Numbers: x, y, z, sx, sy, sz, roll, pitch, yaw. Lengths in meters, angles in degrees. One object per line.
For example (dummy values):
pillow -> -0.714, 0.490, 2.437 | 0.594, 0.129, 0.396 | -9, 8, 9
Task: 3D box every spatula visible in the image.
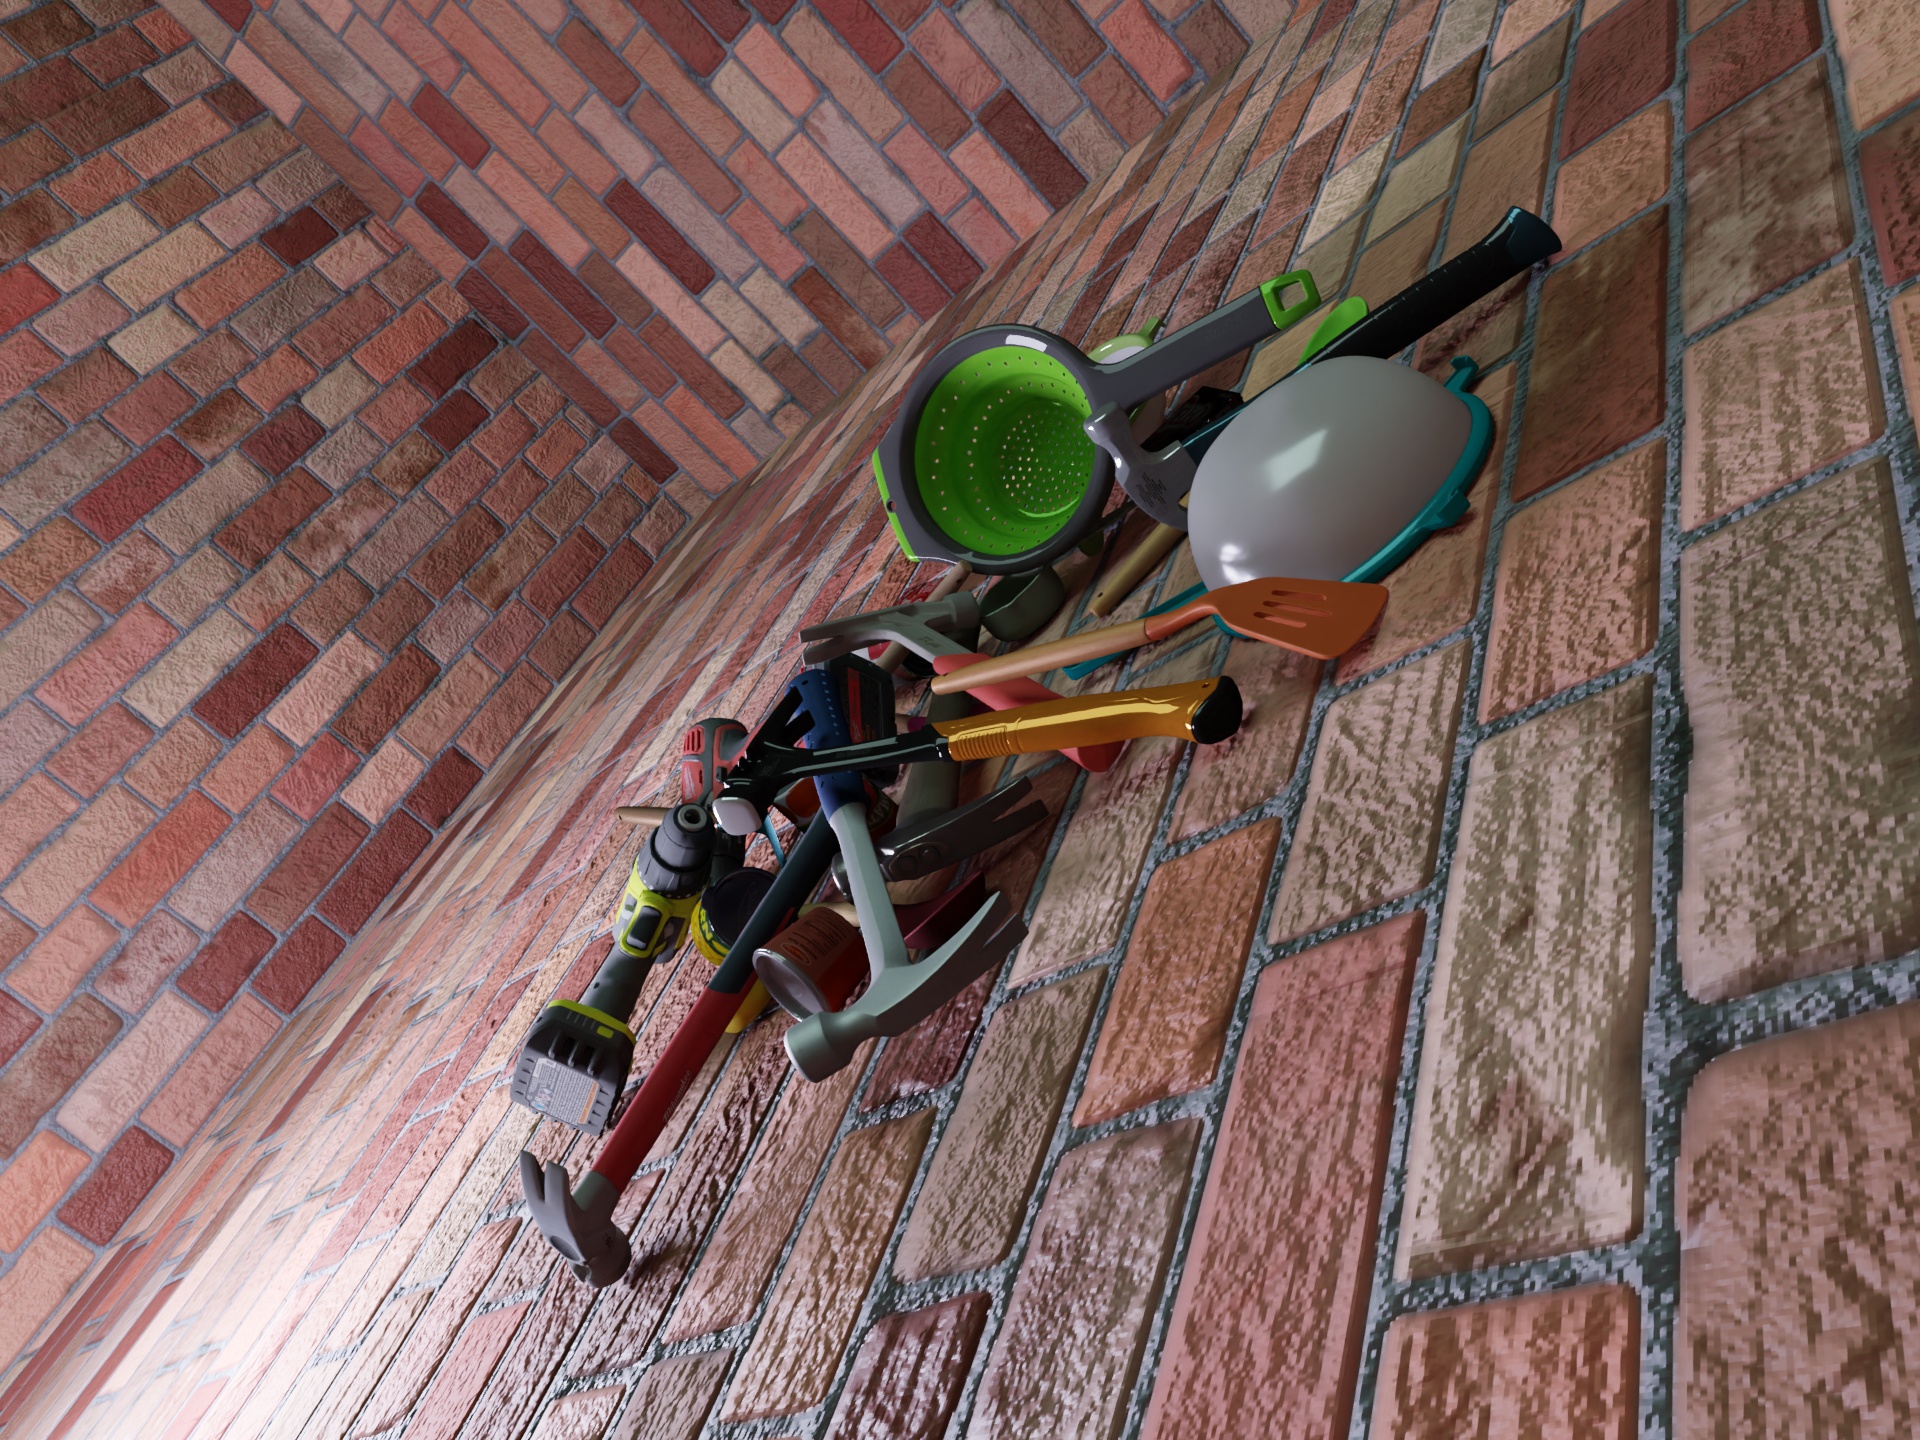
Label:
spatula -> 0.102, -0.043, 0.974 | 0.322, 0.041, 0.081 | -13, 23, 43
spatula -> -0.217, 0.087, 1.311 | 0.044, 0.082, 0.317 | -30, 18, -35

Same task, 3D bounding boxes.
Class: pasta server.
pasta server -> -0.085, -0.031, 1.387 | 0.316, 0.060, 0.040 | -49, 49, 32

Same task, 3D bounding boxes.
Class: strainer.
strainer -> 0.171, -0.131, 1.029 | 0.340, 0.095, 0.211 | -31, 23, 36
strainer -> 0.136, -0.232, 1.418 | 0.151, 0.069, 0.257 | -30, 40, 38

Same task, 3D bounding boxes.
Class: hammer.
hammer -> 0.011, 0.007, 0.983 | 0.337, 0.034, 0.127 | -8, 32, 26
hammer -> -0.065, 0.064, 1.026 | 0.144, 0.035, 0.406 | -31, 29, 4
hammer -> 0.006, -0.030, 1.139 | 0.149, 0.036, 0.359 | -15, 21, -19
hammer -> 0.256, -0.245, 1.092 | 0.331, 0.128, 0.033 | -33, 20, 10
hammer -> -0.002, -0.004, 1.201 | 0.146, 0.038, 0.411 | -25, 21, 15
hammer -> -0.157, 0.171, 1.049 | 0.038, 0.143, 0.386 | 16, 51, 19

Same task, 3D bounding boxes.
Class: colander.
colander -> 0.117, -0.251, 1.294 | 0.397, 0.204, 0.094 | -24, -9, 28

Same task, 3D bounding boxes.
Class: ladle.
ladle -> -0.063, 0.133, 1.089 | 0.069, 0.031, 0.315 | -38, 11, -25

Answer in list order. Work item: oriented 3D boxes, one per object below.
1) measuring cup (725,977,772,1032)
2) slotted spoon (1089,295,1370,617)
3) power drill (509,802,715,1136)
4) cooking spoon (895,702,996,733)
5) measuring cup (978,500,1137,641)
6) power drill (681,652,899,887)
measuring cup -> -0.170, 0.208, 1.186 | 0.062, 0.029, 0.156 | -52, 7, -20
slotted spoon -> 0.207, -0.197, 1.213 | 0.314, 0.031, 0.070 | -48, 23, -1
power drill -> -0.257, 0.185, 1.231 | 0.190, 0.080, 0.229 | 120, 174, -49
cooking spoon -> -0.049, 0.003, 1.355 | 0.069, 0.017, 0.319 | -50, 20, -14
measuring cup -> 0.088, -0.122, 1.309 | 0.167, 0.038, 0.083 | -34, 19, 14
power drill -> -0.156, 0.055, 1.342 | 0.226, 0.080, 0.188 | -29, 51, 35
